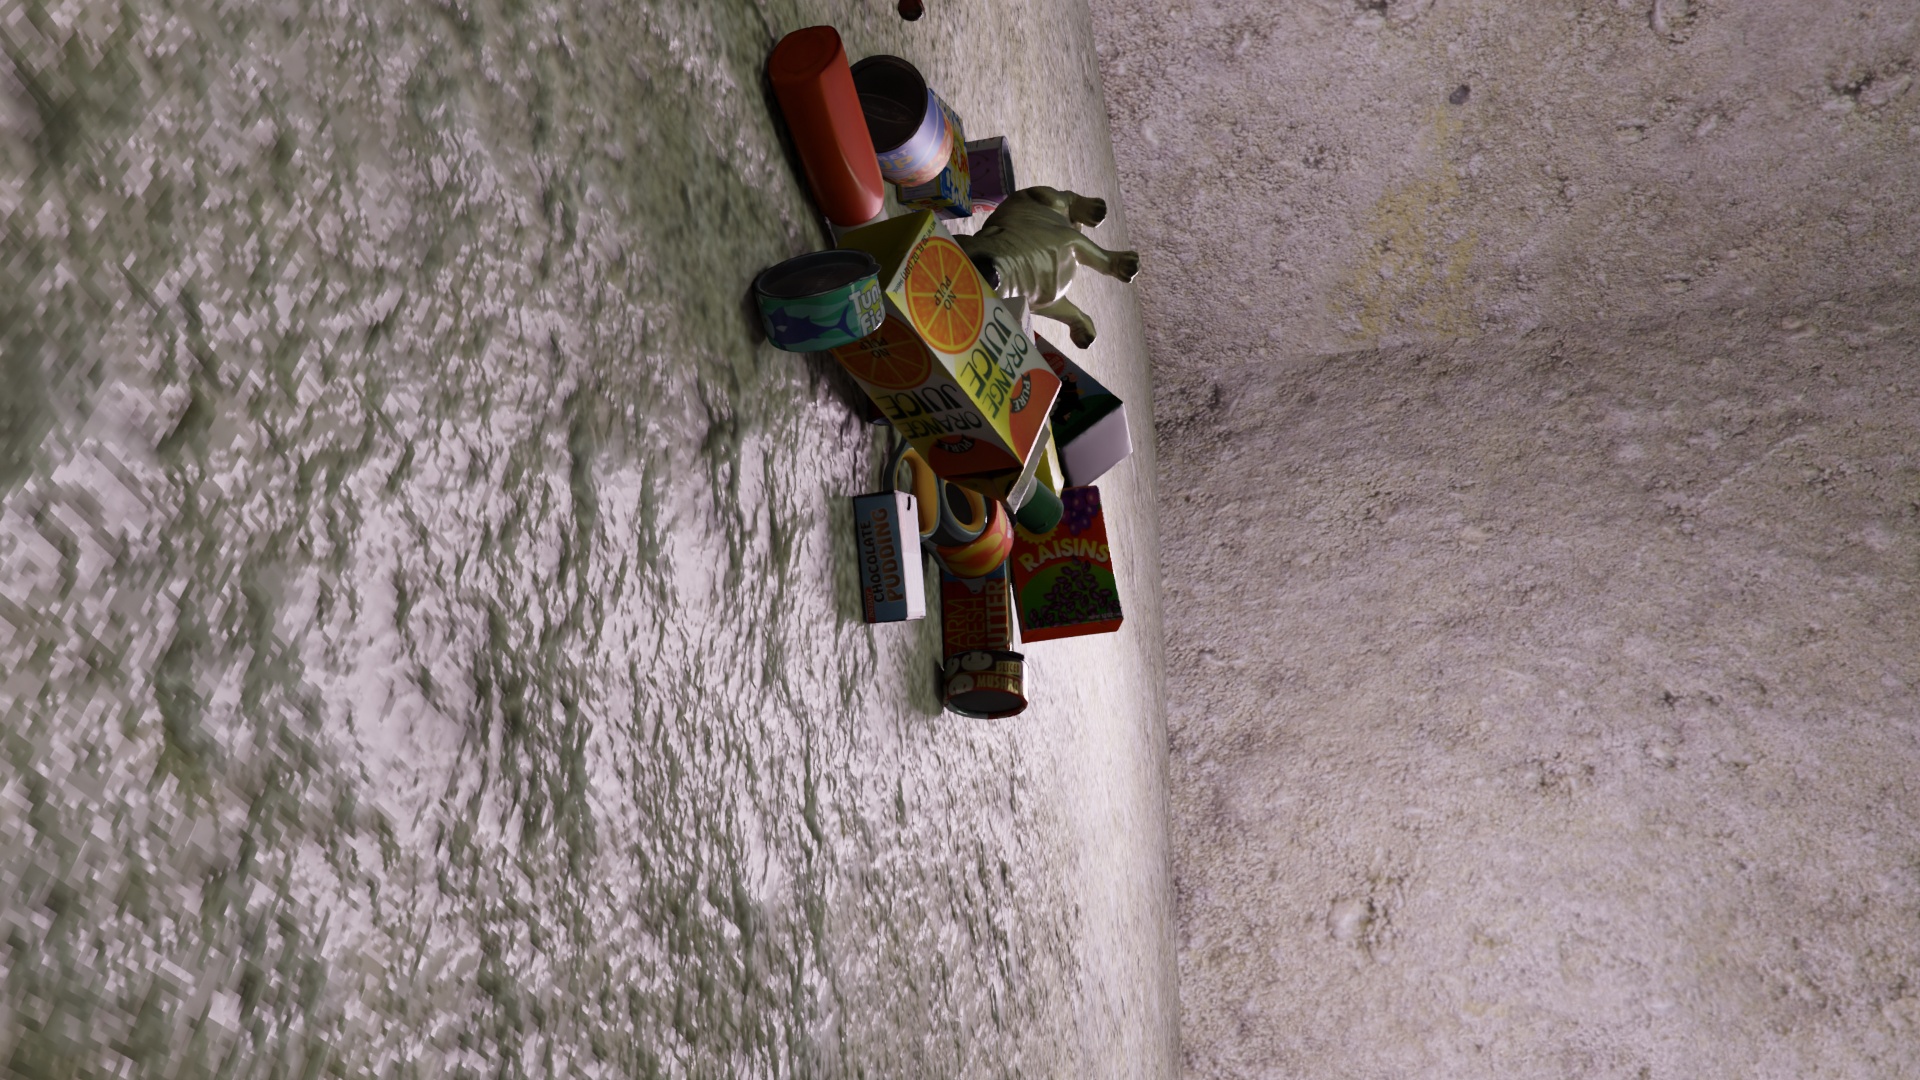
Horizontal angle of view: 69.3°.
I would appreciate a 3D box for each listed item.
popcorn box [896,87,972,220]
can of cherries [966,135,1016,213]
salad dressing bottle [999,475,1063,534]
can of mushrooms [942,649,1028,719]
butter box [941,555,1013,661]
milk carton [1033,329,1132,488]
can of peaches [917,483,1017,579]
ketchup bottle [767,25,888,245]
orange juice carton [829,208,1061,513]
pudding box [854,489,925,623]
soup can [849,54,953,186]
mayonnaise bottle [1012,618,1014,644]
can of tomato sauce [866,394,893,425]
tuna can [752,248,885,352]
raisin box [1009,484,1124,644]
[{"bbox_3d":[-0.023,-0.312,1.137,0.127,0.038,0.085,-27,111,-77],"label":"popcorn box"},{"bbox_3d":[0.018,-0.335,1.289,0.071,0.058,0.071,-8,92,-79],"label":"can of cherries"},{"bbox_3d":[0.024,-0.056,1.077,0.147,0.064,0.044,40,32,-37],"label":"salad dressing bottle"},{"bbox_3d":[0.021,0.109,1.056,0.070,0.071,0.033,64,25,-58],"label":"can of mushrooms"},{"bbox_3d":[0.013,0.049,1.093,0.024,0.053,0.104,55,32,-72],"label":"butter box"},{"bbox_3d":[0.062,-0.132,1.239,0.191,0.073,0.072,45,-14,36],"label":"milk carton"},{"bbox_3d":[0.004,-0.013,1.037,0.058,0.071,0.071,56,30,-64],"label":"can of peaches"},{"bbox_3d":[-0.074,-0.233,0.849,0.148,0.043,0.065,71,18,-46],"label":"ketchup bottle"},{"bbox_3d":[-0.004,-0.103,0.854,0.192,0.073,0.072,49,52,-34],"label":"orange juice carton"},{"bbox_3d":[-0.045,0.011,0.897,0.049,0.030,0.083,8,76,-76],"label":"pudding box"},{"bbox_3d":[-0.046,-0.284,0.956,0.084,0.071,0.071,13,71,-78],"label":"soup can"},{"bbox_3d":[0.022,0.061,1.160,0.065,0.041,0.147,-61,145,-78],"label":"mayonnaise bottle"},{"bbox_3d":[-0.033,-0.123,0.934,0.071,0.071,0.083,1,83,-78],"label":"can of tomato sauce"},{"bbox_3d":[-0.072,-0.128,0.741,0.071,0.071,0.032,-77,159,-57],"label":"tuna can"},{"bbox_3d":[0.083,0.019,1.170,0.040,0.086,0.124,93,-10,-67],"label":"raisin box"}]
